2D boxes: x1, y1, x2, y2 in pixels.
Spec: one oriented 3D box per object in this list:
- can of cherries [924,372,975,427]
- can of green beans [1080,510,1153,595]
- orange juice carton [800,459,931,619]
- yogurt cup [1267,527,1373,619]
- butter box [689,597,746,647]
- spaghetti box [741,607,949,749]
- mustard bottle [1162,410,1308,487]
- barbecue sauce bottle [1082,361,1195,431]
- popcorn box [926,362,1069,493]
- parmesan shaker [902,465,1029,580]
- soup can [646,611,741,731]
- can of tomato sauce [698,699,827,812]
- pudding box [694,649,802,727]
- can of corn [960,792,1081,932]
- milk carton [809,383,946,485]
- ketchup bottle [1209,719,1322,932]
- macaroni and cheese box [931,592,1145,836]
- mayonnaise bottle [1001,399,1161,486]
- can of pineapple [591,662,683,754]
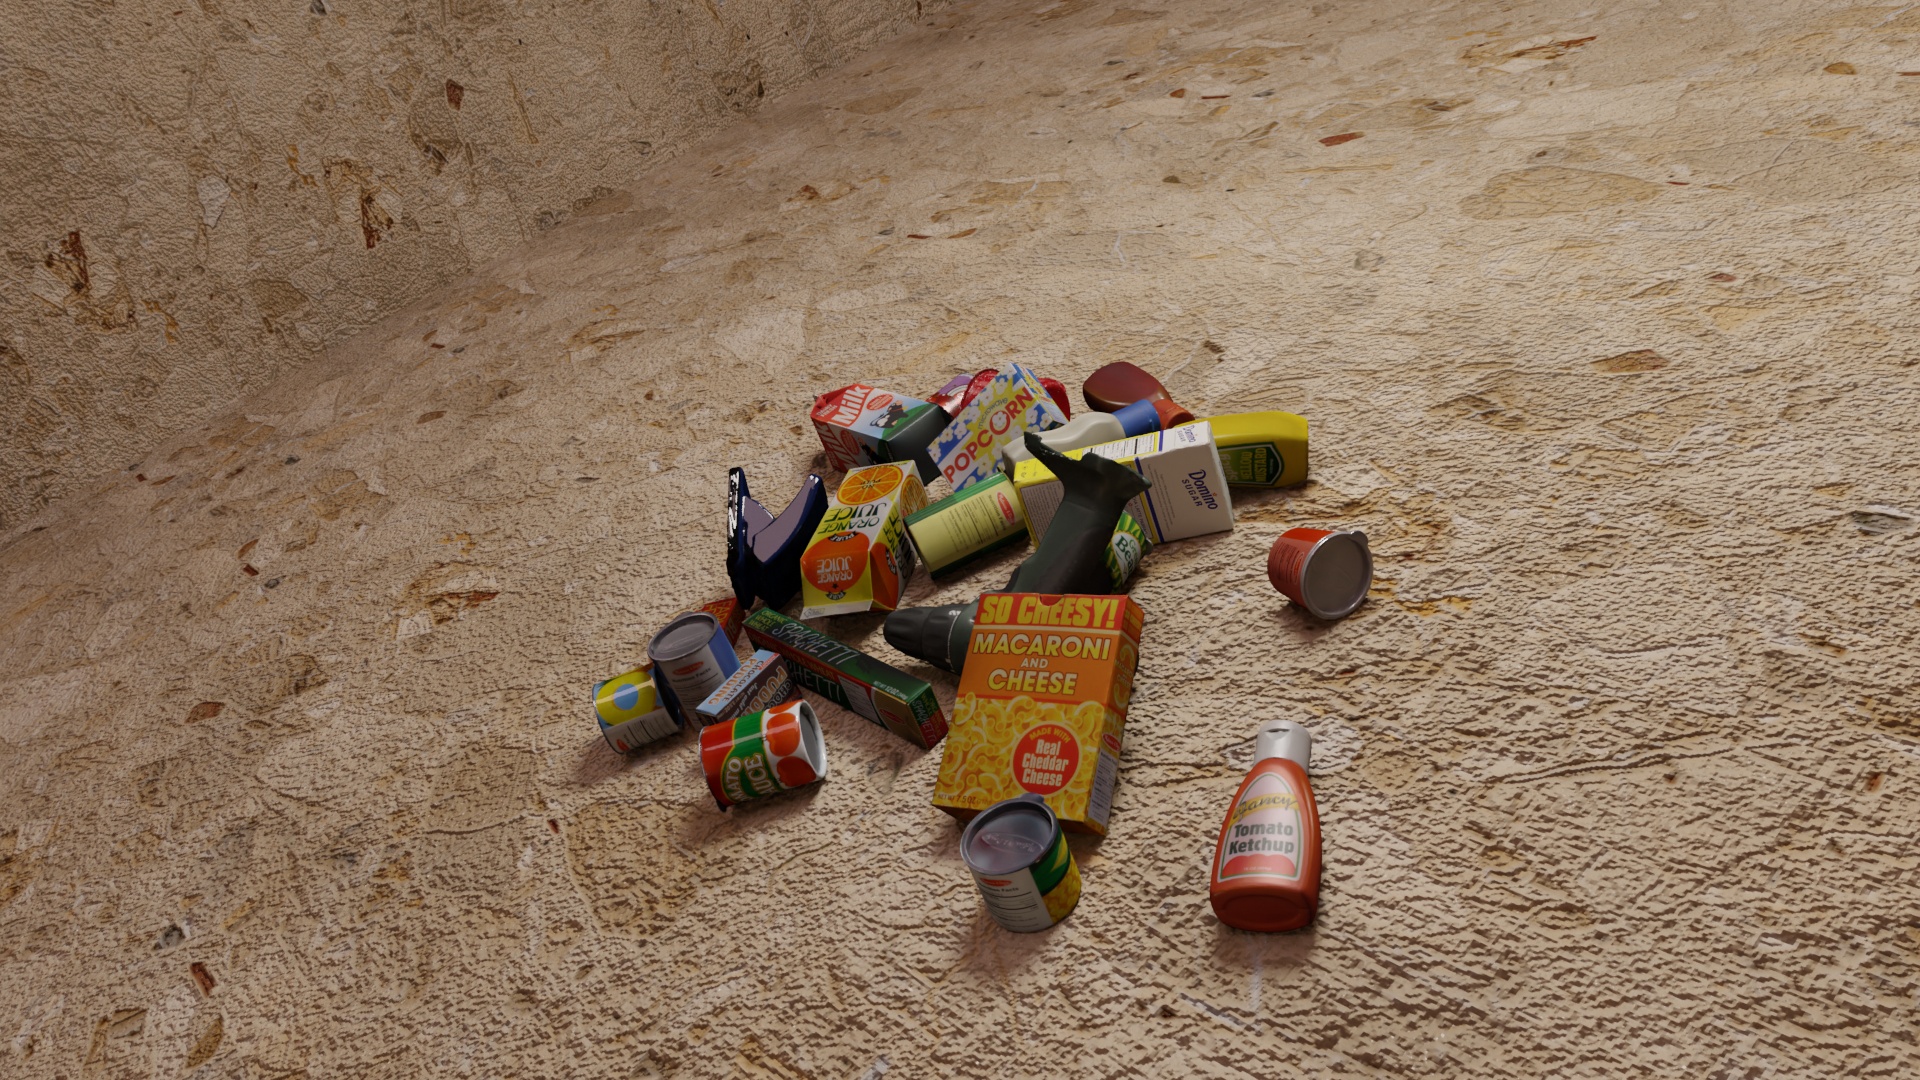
[{"bbox_3d":[0.000,-0.137,1.483,0.058,0.071,0.071,-40,35,-27],"label":"can of cherries"},{"bbox_3d":[0.116,0.011,1.176,0.071,0.071,0.058,4,40,37],"label":"can of green beans"},{"bbox_3d":[-0.089,0.009,1.304,0.072,0.072,0.194,-7,34,22],"label":"orange juice carton"},{"bbox_3d":[0.273,0.022,1.065,0.072,0.072,0.054,-32,24,-17],"label":"yogurt cup"},{"bbox_3d":[-0.241,0.096,1.309,0.053,0.024,0.104,-13,31,16],"label":"butter box"},{"bbox_3d":[-0.103,0.112,1.172,0.029,0.050,0.250,-37,33,-27],"label":"spaghetti box"},{"bbox_3d":[0.226,-0.078,1.231,0.160,0.065,0.049,-2,38,12],"label":"mustard bottle"},{"bbox_3d":[0.182,-0.136,1.391,0.065,0.043,0.149,-29,32,-11],"label":"barbecue sauce bottle"},{"bbox_3d":[0.036,-0.097,1.340,0.126,0.038,0.085,-45,57,20],"label":"popcorn box"},{"bbox_3d":[0.005,-0.016,1.286,0.103,0.071,0.071,-25,30,-5],"label":"parmesan shaker"},{"bbox_3d":[-0.226,0.113,1.214,0.071,0.083,0.072,-16,31,10],"label":"soup can"},{"bbox_3d":[-0.155,0.169,1.098,0.083,0.071,0.071,-17,31,7],"label":"can of tomato sauce"},{"bbox_3d":[-0.179,0.138,1.179,0.030,0.049,0.084,7,40,43],"label":"pudding box"},{"bbox_3d":[0.042,0.212,0.913,0.071,0.058,0.071,-16,31,10],"label":"can of corn"},{"bbox_3d":[-0.096,-0.115,1.505,0.074,0.072,0.191,-38,34,-25],"label":"milk carton"},{"bbox_3d":[0.199,0.178,0.883,0.064,0.043,0.150,-7,33,24],"label":"ketchup bottle"},{"bbox_3d":[0.057,0.120,0.997,0.123,0.040,0.167,-1,64,31],"label":"macaroni and cheese box"},{"bbox_3d":[0.114,-0.086,1.291,0.148,0.064,0.041,-25,27,-12],"label":"mayonnaise bottle"},{"bbox_3d":[-0.282,0.144,1.216,0.058,0.070,0.071,-21,30,0],"label":"can of pineapple"}]
